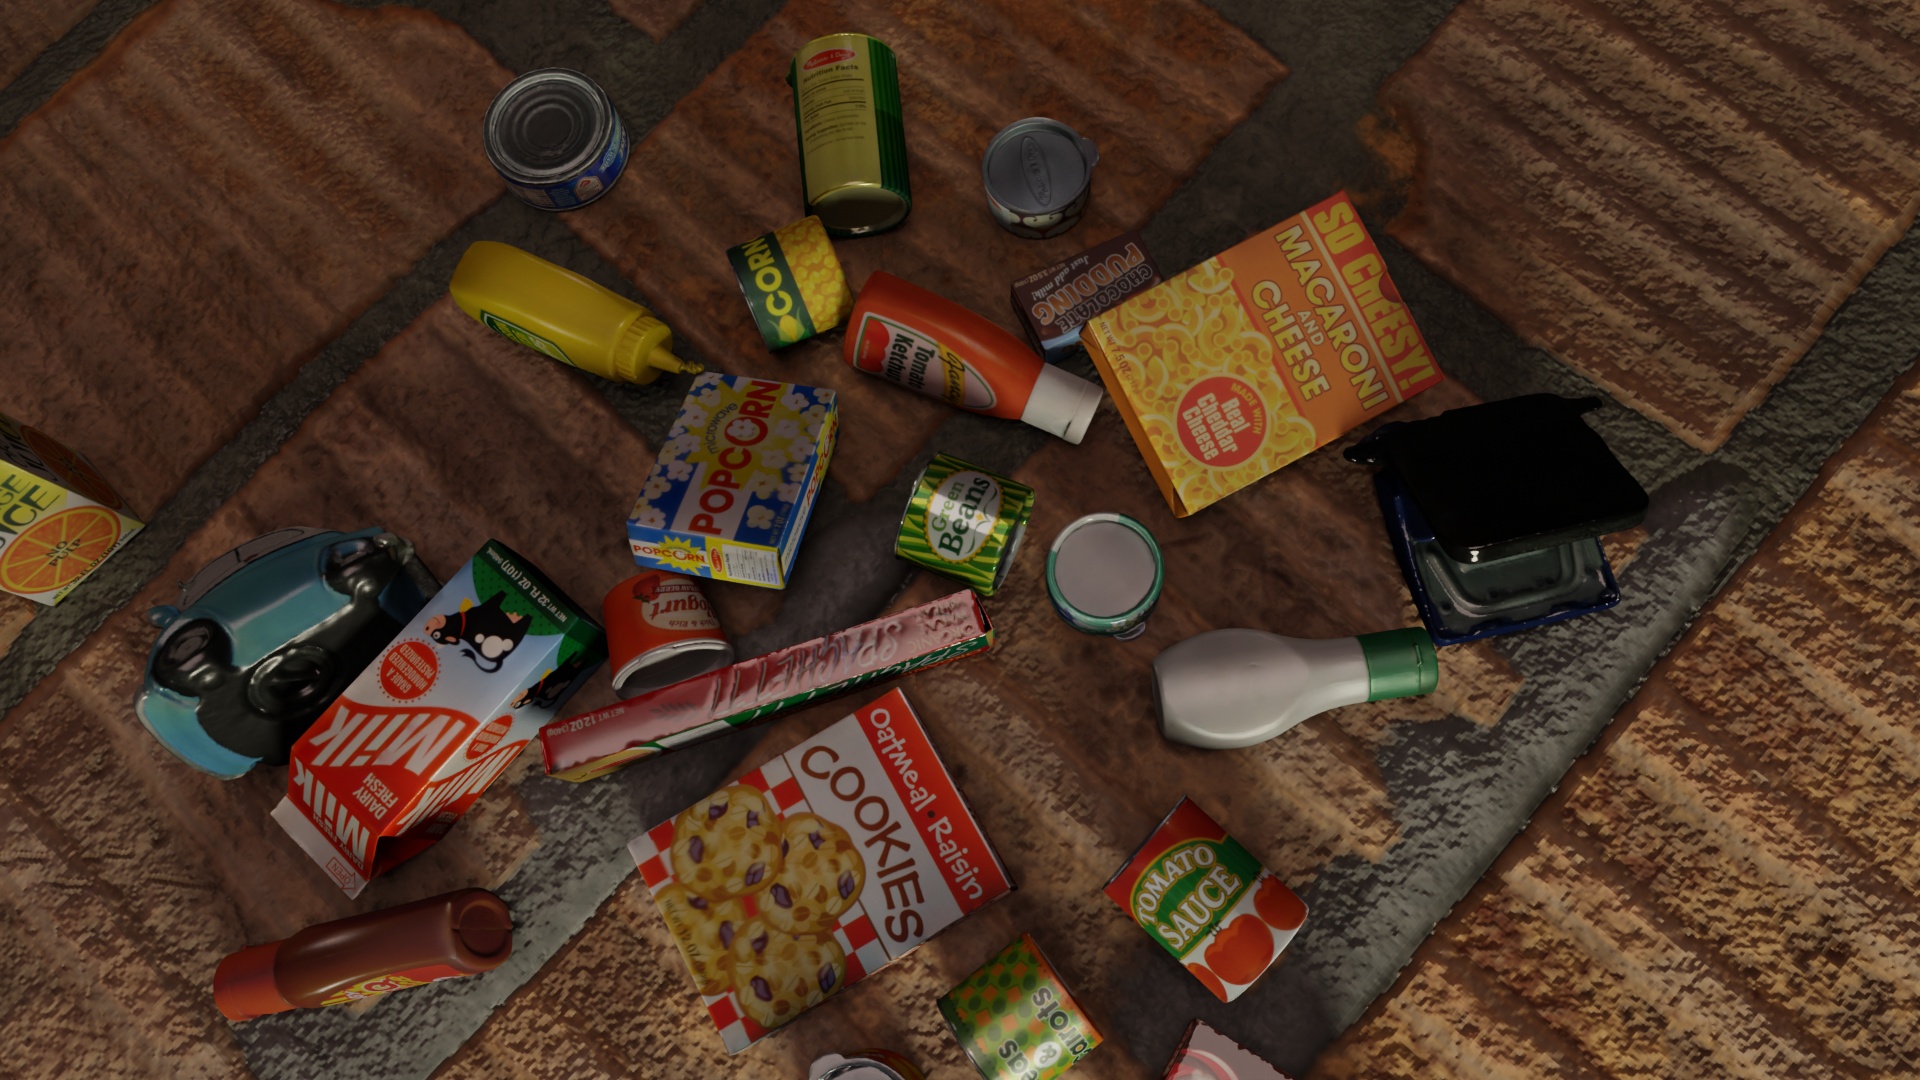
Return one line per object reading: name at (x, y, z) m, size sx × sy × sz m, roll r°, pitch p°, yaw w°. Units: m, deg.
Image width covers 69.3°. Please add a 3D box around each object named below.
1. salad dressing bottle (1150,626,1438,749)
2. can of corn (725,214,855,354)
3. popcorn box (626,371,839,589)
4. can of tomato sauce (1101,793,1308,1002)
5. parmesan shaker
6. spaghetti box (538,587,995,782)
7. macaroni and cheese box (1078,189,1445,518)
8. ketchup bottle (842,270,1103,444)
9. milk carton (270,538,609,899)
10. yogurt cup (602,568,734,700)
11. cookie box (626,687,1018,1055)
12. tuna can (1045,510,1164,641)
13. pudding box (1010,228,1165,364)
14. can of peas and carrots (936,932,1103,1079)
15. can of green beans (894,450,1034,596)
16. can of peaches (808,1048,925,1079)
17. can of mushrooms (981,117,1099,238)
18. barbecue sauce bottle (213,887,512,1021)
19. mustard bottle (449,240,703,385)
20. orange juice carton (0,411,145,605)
salad dressing bottle at (0.179, 0.075, 0.749) m, size 0.148 × 0.044 × 0.064 m, roll -8°, pitch 72°, yaw 1°
can of corn at (-0.099, -0.152, 0.818) m, size 0.058 × 0.071 × 0.071 m, roll -23°, pitch 74°, yaw -3°
popcorn box at (-0.124, -0.036, 0.778) m, size 0.085 × 0.038 × 0.127 m, roll 8°, pitch 49°, yaw 7°
can of tomato sauce at (0.124, 0.182, 0.707) m, size 0.083 × 0.071 × 0.071 m, roll 42°, pitch 81°, yaw 13°
parmesan shaker at (-0.069, -0.244, 0.846) m, size 0.071 × 0.071 × 0.103 m, roll -7°, pitch 75°, yaw 2°
spaghetti box at (-0.103, 0.080, 0.763) m, size 0.250 × 0.050 × 0.029 m, roll -18°, pitch 75°, yaw -1°
macaroni and cheese box at (0.170, -0.105, 0.787) m, size 0.166 × 0.040 × 0.123 m, roll -28°, pitch 90°, yaw -4°
ketchup bottle at (0.008, -0.102, 0.803) m, size 0.149 × 0.064 × 0.044 m, roll 23°, pitch 55°, yaw 2°
milk carton at (-0.286, 0.099, 0.758) m, size 0.072 × 0.073 × 0.191 m, roll 40°, pitch 81°, yaw 13°
yogurt cup at (-0.165, 0.051, 0.769) m, size 0.072 × 0.072 × 0.054 m, roll -22°, pitch 66°, yaw -2°
cookie box at (-0.073, 0.173, 0.740) m, size 0.167 × 0.040 × 0.123 m, roll -30°, pitch 74°, yaw -4°
tuna can at (0.081, 0.021, 0.775) m, size 0.071 × 0.032 × 0.071 m, roll -1°, pitch 74°, yaw 4°
pudding box at (0.077, -0.143, 0.824) m, size 0.084 × 0.030 × 0.050 m, roll -24°, pitch 75°, yaw -3°
can of peas and carrots at (0.031, 0.242, 0.696) m, size 0.059 × 0.070 × 0.071 m, roll -37°, pitch 75°, yaw -7°
can of green beans at (0.003, -0.009, 0.772) m, size 0.058 × 0.071 × 0.071 m, roll 22°, pitch 77°, yaw 10°
can of peaches at (-0.049, 0.289, 0.695) m, size 0.071 × 0.058 × 0.071 m, roll -1°, pitch 74°, yaw 5°
can of mushrooms at (0.049, -0.221, 0.847) m, size 0.071 × 0.033 × 0.071 m, roll -1°, pitch 73°, yaw 4°
barbecue sauce bottle at (-0.318, 0.220, 0.733) m, size 0.148 × 0.064 × 0.044 m, roll -15°, pitch 71°, yaw 9°
mustard bottle at (-0.222, -0.127, 0.818) m, size 0.160 × 0.065 × 0.049 m, roll 24°, pitch 80°, yaw 16°
orange juice carton at (-0.547, -0.033, 0.752) m, size 0.073 × 0.192 × 0.072 m, roll 43°, pitch 81°, yaw 13°
